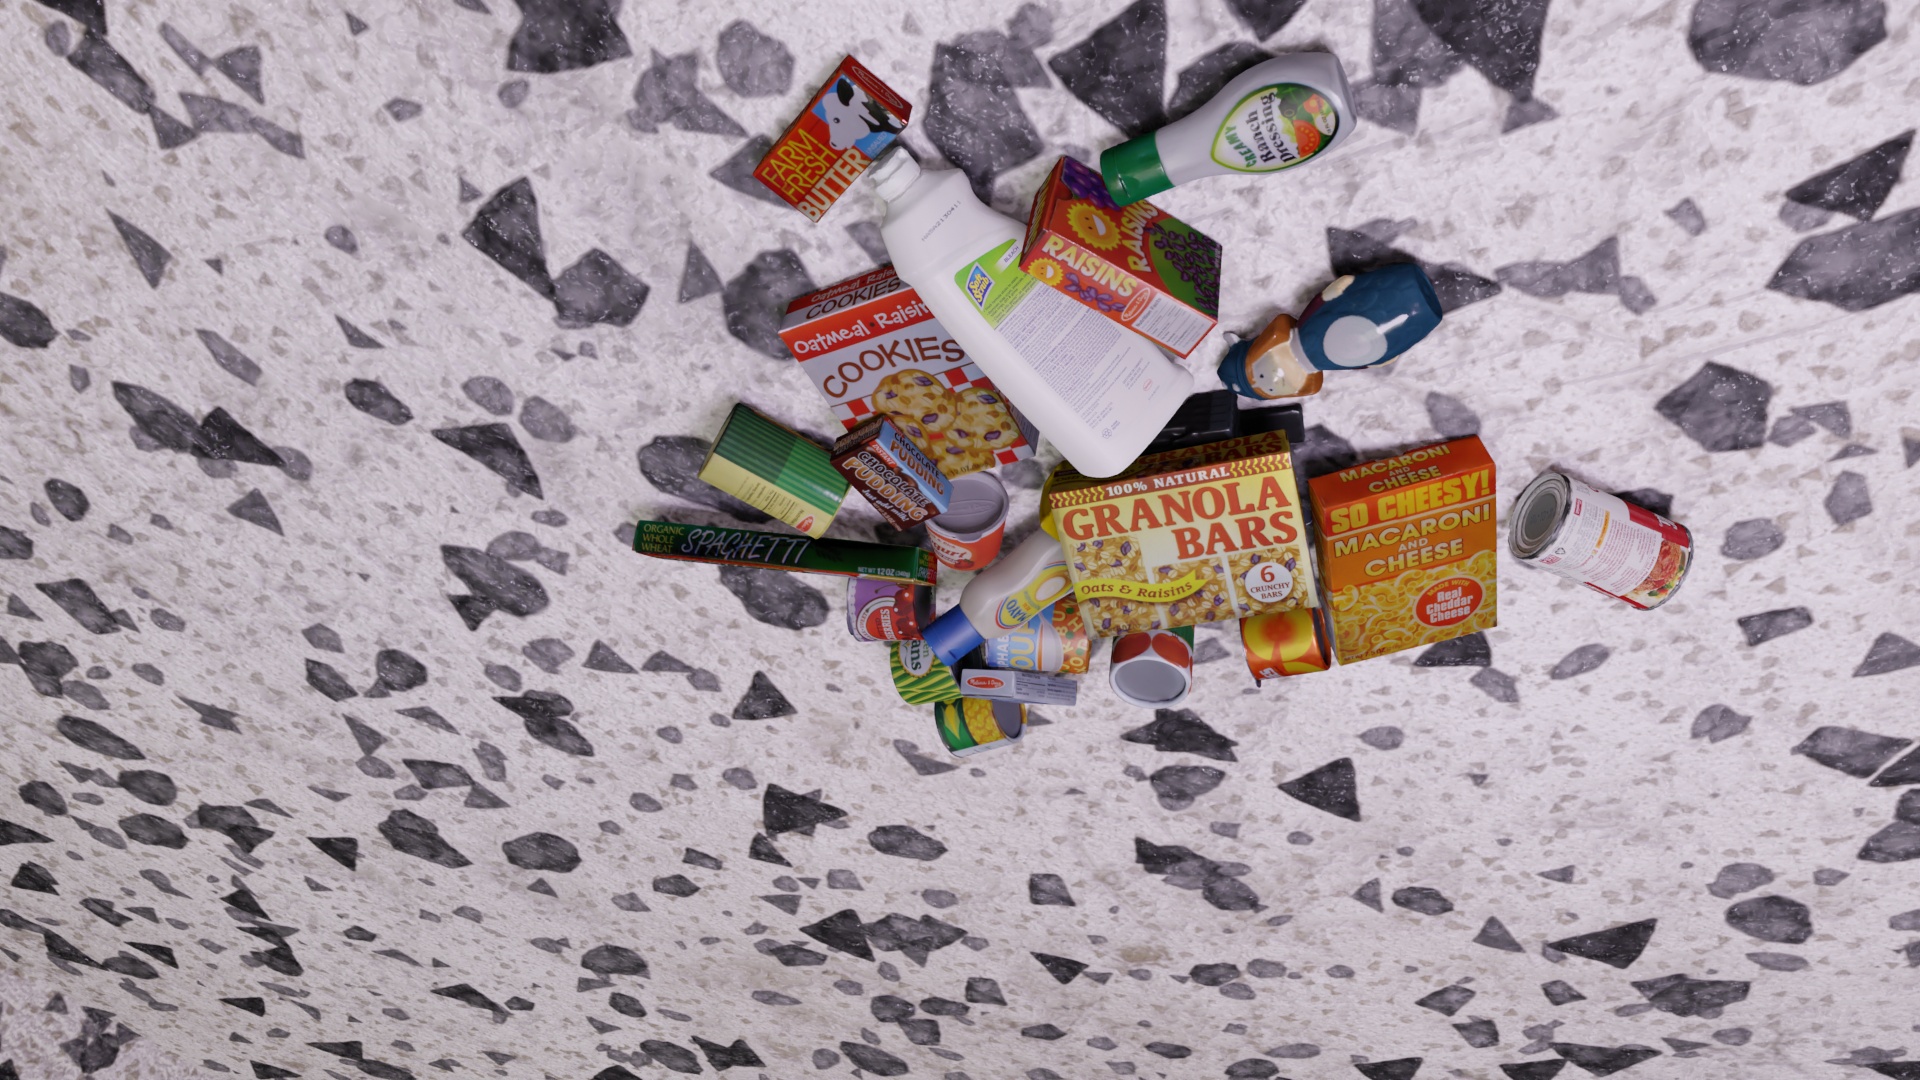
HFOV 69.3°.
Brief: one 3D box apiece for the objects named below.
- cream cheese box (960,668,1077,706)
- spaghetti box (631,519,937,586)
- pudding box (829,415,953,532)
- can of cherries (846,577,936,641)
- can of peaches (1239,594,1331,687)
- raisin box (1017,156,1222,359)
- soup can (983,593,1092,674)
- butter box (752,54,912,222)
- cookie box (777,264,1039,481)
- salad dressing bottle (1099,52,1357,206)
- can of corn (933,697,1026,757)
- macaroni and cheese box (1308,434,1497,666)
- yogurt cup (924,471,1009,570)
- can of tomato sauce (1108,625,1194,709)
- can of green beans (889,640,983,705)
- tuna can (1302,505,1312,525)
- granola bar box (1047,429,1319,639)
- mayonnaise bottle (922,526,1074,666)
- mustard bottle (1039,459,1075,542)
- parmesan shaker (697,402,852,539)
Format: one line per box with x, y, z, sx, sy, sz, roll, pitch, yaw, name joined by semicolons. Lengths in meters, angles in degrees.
0.051;0.126;1.182;0.053;0.024;0.104;-1;170;36;cream cheese box
-0.143;0.010;1.119;0.250;0.028;0.050;5;174;17;spaghetti box
-0.049;-0.048;1.016;0.049;0.030;0.083;-23;127;31;pudding box
-0.057;0.052;1.145;0.058;0.072;0.071;-2;134;15;can of cherries
0.258;0.077;1.098;0.058;0.071;0.071;-12;130;22;can of peaches
0.102;-0.178;0.869;0.123;0.086;0.040;26;136;-13;raisin box
0.065;0.076;1.140;0.084;0.072;0.071;5;135;8;soup can
-0.082;-0.252;0.882;0.053;0.024;0.103;35;132;-22;butter box
-0.034;-0.116;0.996;0.123;0.040;0.167;-14;130;26;cookie box
0.157;-0.240;0.825;0.147;0.044;0.064;-15;128;26;salad dressing bottle
0.018;0.152;1.233;0.058;0.071;0.071;-19;127;28;can of corn
0.325;0.010;1.017;0.124;0.040;0.165;-15;130;4;macaroni and cheese box
0.004;-0.013;1.073;0.072;0.073;0.053;7;143;7;yogurt cup
0.154;0.082;1.118;0.071;0.083;0.070;6;135;6;can of tomato sauce
-0.020;0.105;1.194;0.058;0.071;0.071;-12;130;24;can of green beans
0.220;-0.010;1.024;0.071;0.071;0.032;11;136;2;tuna can
0.157;-0.002;0.973;0.165;0.039;0.123;-10;116;16;granola bar box
0.039;0.042;1.087;0.148;0.041;0.064;-37;139;4;mayonnaise bottle
0.139;-0.010;1.047;0.160;0.066;0.048;19;136;-14;mustard bottle
-0.139;-0.055;1.061;0.103;0.072;0.071;29;134;-14;parmesan shaker
